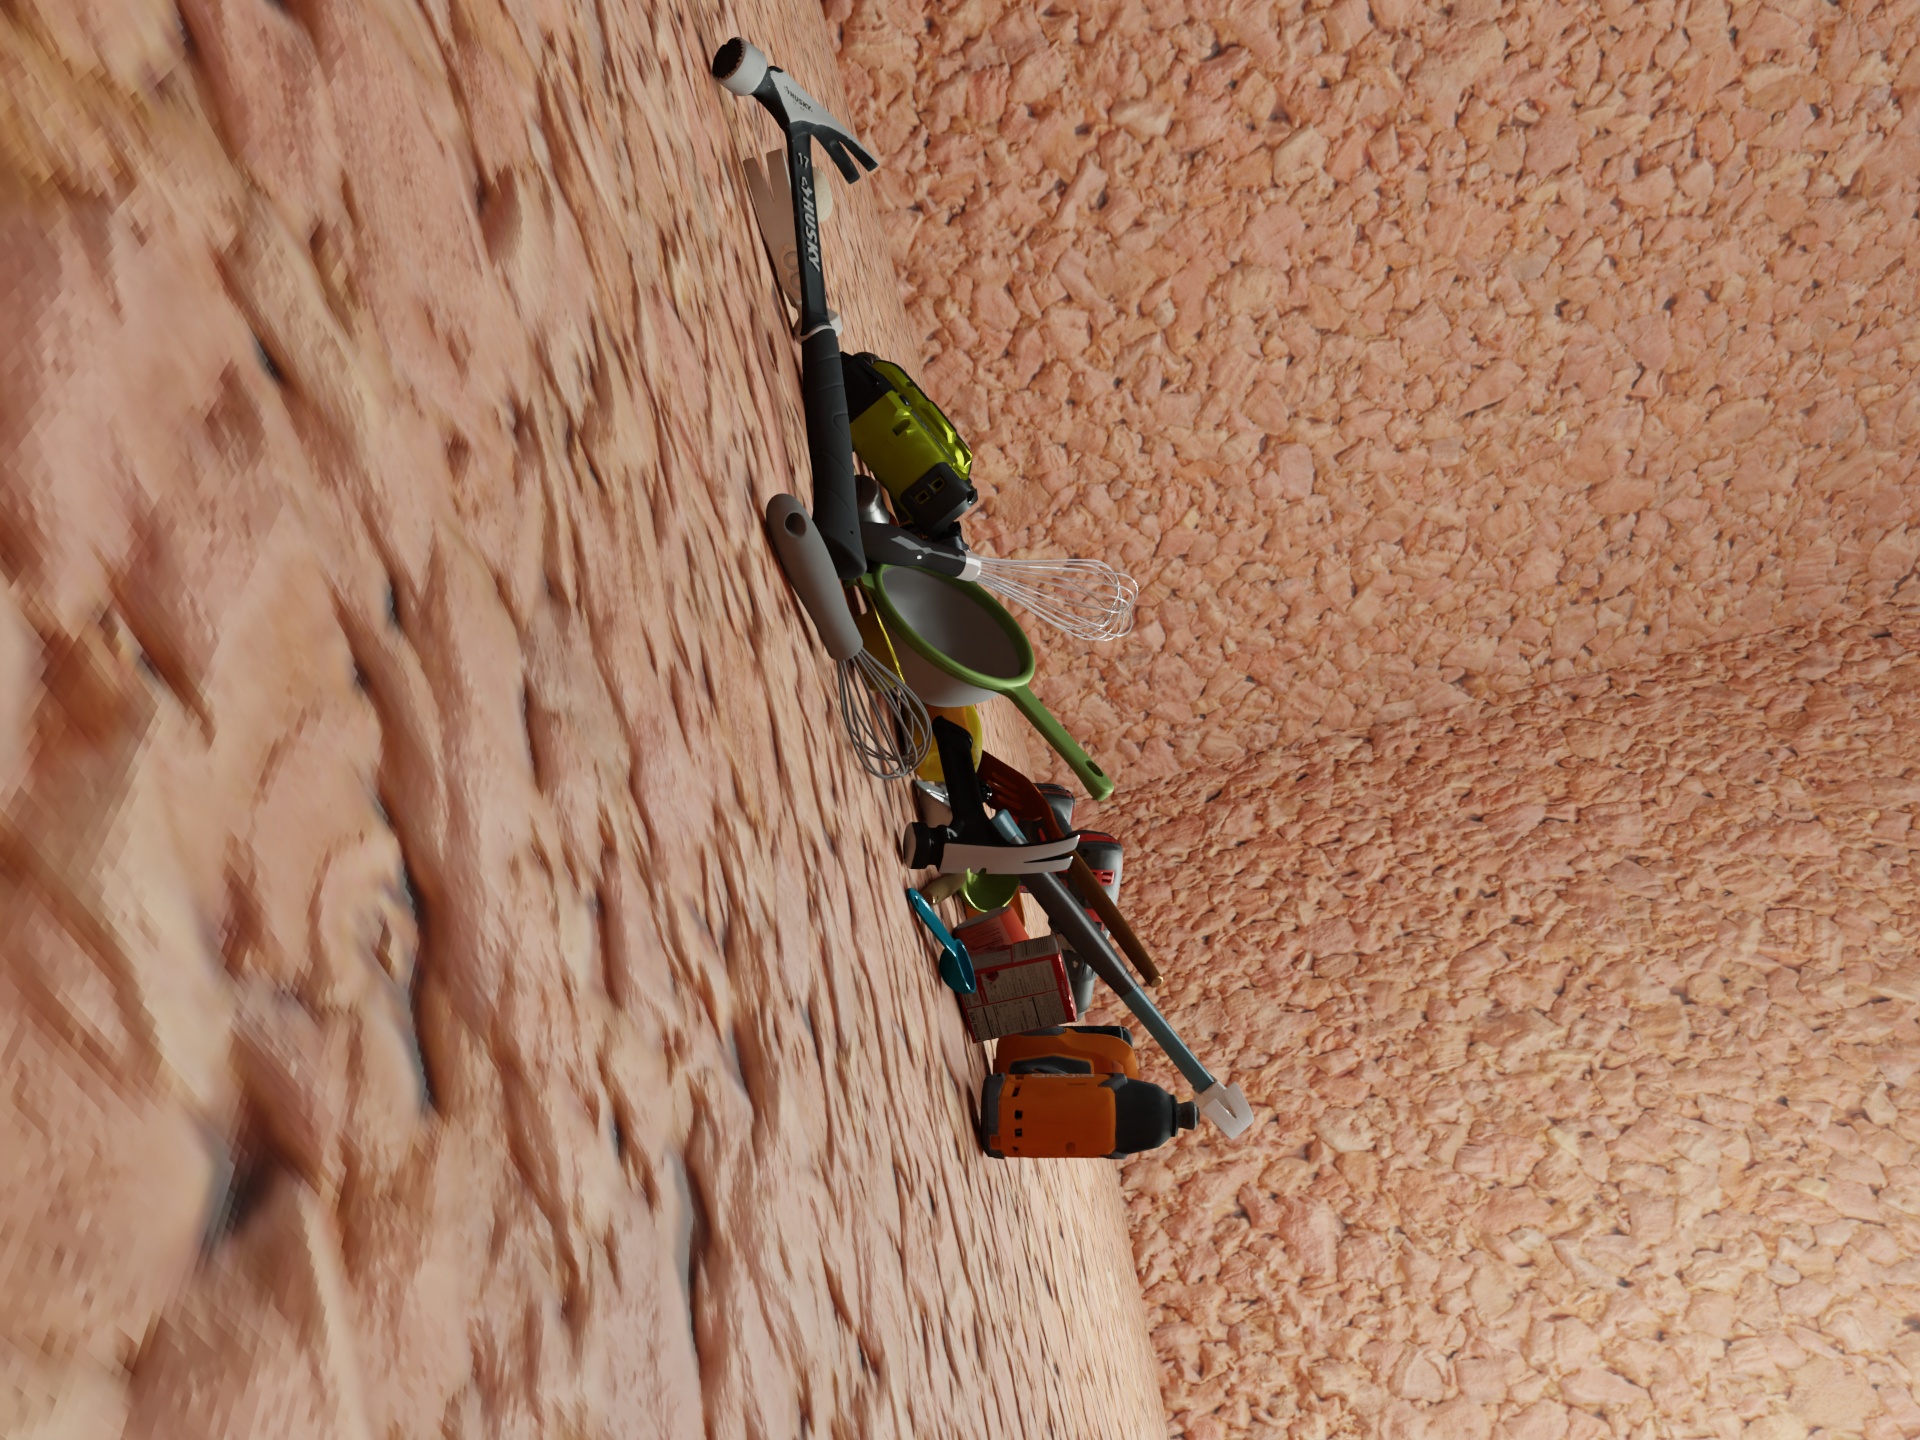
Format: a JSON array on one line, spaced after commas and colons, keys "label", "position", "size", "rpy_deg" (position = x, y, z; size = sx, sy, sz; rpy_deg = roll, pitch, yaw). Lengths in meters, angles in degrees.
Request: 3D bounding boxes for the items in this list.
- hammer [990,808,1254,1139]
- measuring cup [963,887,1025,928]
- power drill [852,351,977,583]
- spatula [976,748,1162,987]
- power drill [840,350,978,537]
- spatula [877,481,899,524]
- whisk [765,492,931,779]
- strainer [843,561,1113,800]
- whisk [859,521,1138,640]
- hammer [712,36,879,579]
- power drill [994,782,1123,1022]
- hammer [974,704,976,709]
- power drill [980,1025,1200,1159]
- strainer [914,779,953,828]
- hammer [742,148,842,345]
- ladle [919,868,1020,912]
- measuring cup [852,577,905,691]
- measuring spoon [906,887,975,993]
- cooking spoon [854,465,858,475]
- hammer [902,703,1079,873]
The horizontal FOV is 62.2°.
[{"label": "hammer", "position": [0.125, 0.205, 1.281], "size": [0.331, 0.033, 0.128], "rpy_deg": [51, -5, -5]}, {"label": "measuring cup", "position": [0.039, 0.183, 1.571], "size": [0.173, 0.052, 0.095], "rpy_deg": [58, 19, -71]}, {"label": "power drill", "position": [-0.055, -0.226, 1.515], "size": [0.185, 0.084, 0.226], "rpy_deg": [67, 6, -63]}, {"label": "spatula", "position": [0.092, 0.131, 1.425], "size": [0.323, 0.041, 0.080], "rpy_deg": [-125, -164, -49]}, {"label": "power drill", "position": [-0.056, -0.239, 1.317], "size": [0.171, 0.080, 0.223], "rpy_deg": [50, 8, -8]}, {"label": "spatula", "position": [-0.041, -0.169, 1.729], "size": [0.082, 0.044, 0.317], "rpy_deg": [-82, 159, -52]}, {"label": "whisk", "position": [-0.068, -0.047, 0.973], "size": [0.055, 0.055, 0.238], "rpy_deg": [-100, 171, -45]}, {"label": "strainer", "position": [0.014, -0.021, 1.226], "size": [0.256, 0.069, 0.151], "rpy_deg": [48, 29, 15]}, {"label": "whisk", "position": [0.029, -0.117, 1.258], "size": [0.284, 0.070, 0.070], "rpy_deg": [12, 54, -35]}, {"label": "hammer", "position": [-0.100, -0.286, 1.122], "size": [0.149, 0.036, 0.409], "rpy_deg": [20, 56, -49]}, {"label": "power drill", "position": [0.094, 0.173, 1.576], "size": [0.227, 0.080, 0.188], "rpy_deg": [-129, -136, -68]}, {"label": "hammer", "position": [0.007, -0.029, 1.675], "size": [0.149, 0.037, 0.359], "rpy_deg": [71, 15, -50]}, {"label": "power drill", "position": [0.100, 0.299, 1.275], "size": [0.226, 0.164, 0.084], "rpy_deg": [33, 56, -87]}, {"label": "strainer", "position": [-0.012, 0.062, 1.394], "size": [0.086, 0.050, 0.258], "rpy_deg": [30, 11, -12]}, {"label": "hammer", "position": [-0.139, -0.449, 1.394], "size": [0.411, 0.038, 0.146], "rpy_deg": [-97, 170, -63]}, {"label": "ladle", "position": [0.007, 0.133, 1.317], "size": [0.320, 0.062, 0.078], "rpy_deg": [5, 91, -83]}, {"label": "measuring cup", "position": [-0.079, -0.086, 1.147], "size": [0.062, 0.029, 0.157], "rpy_deg": [68, -2, -58]}, {"label": "measuring spoon", "position": [-0.020, 0.161, 1.163], "size": [0.128, 0.021, 0.042], "rpy_deg": [59, 15, -45]}, {"label": "cooking spoon", "position": [-0.067, -0.124, 1.413], "size": [0.318, 0.017, 0.069], "rpy_deg": [72, 6, -53]}, {"label": "hammer", "position": [-0.002, -0.004, 1.268], "size": [0.337, 0.127, 0.034], "rpy_deg": [-104, -158, -49]}]
